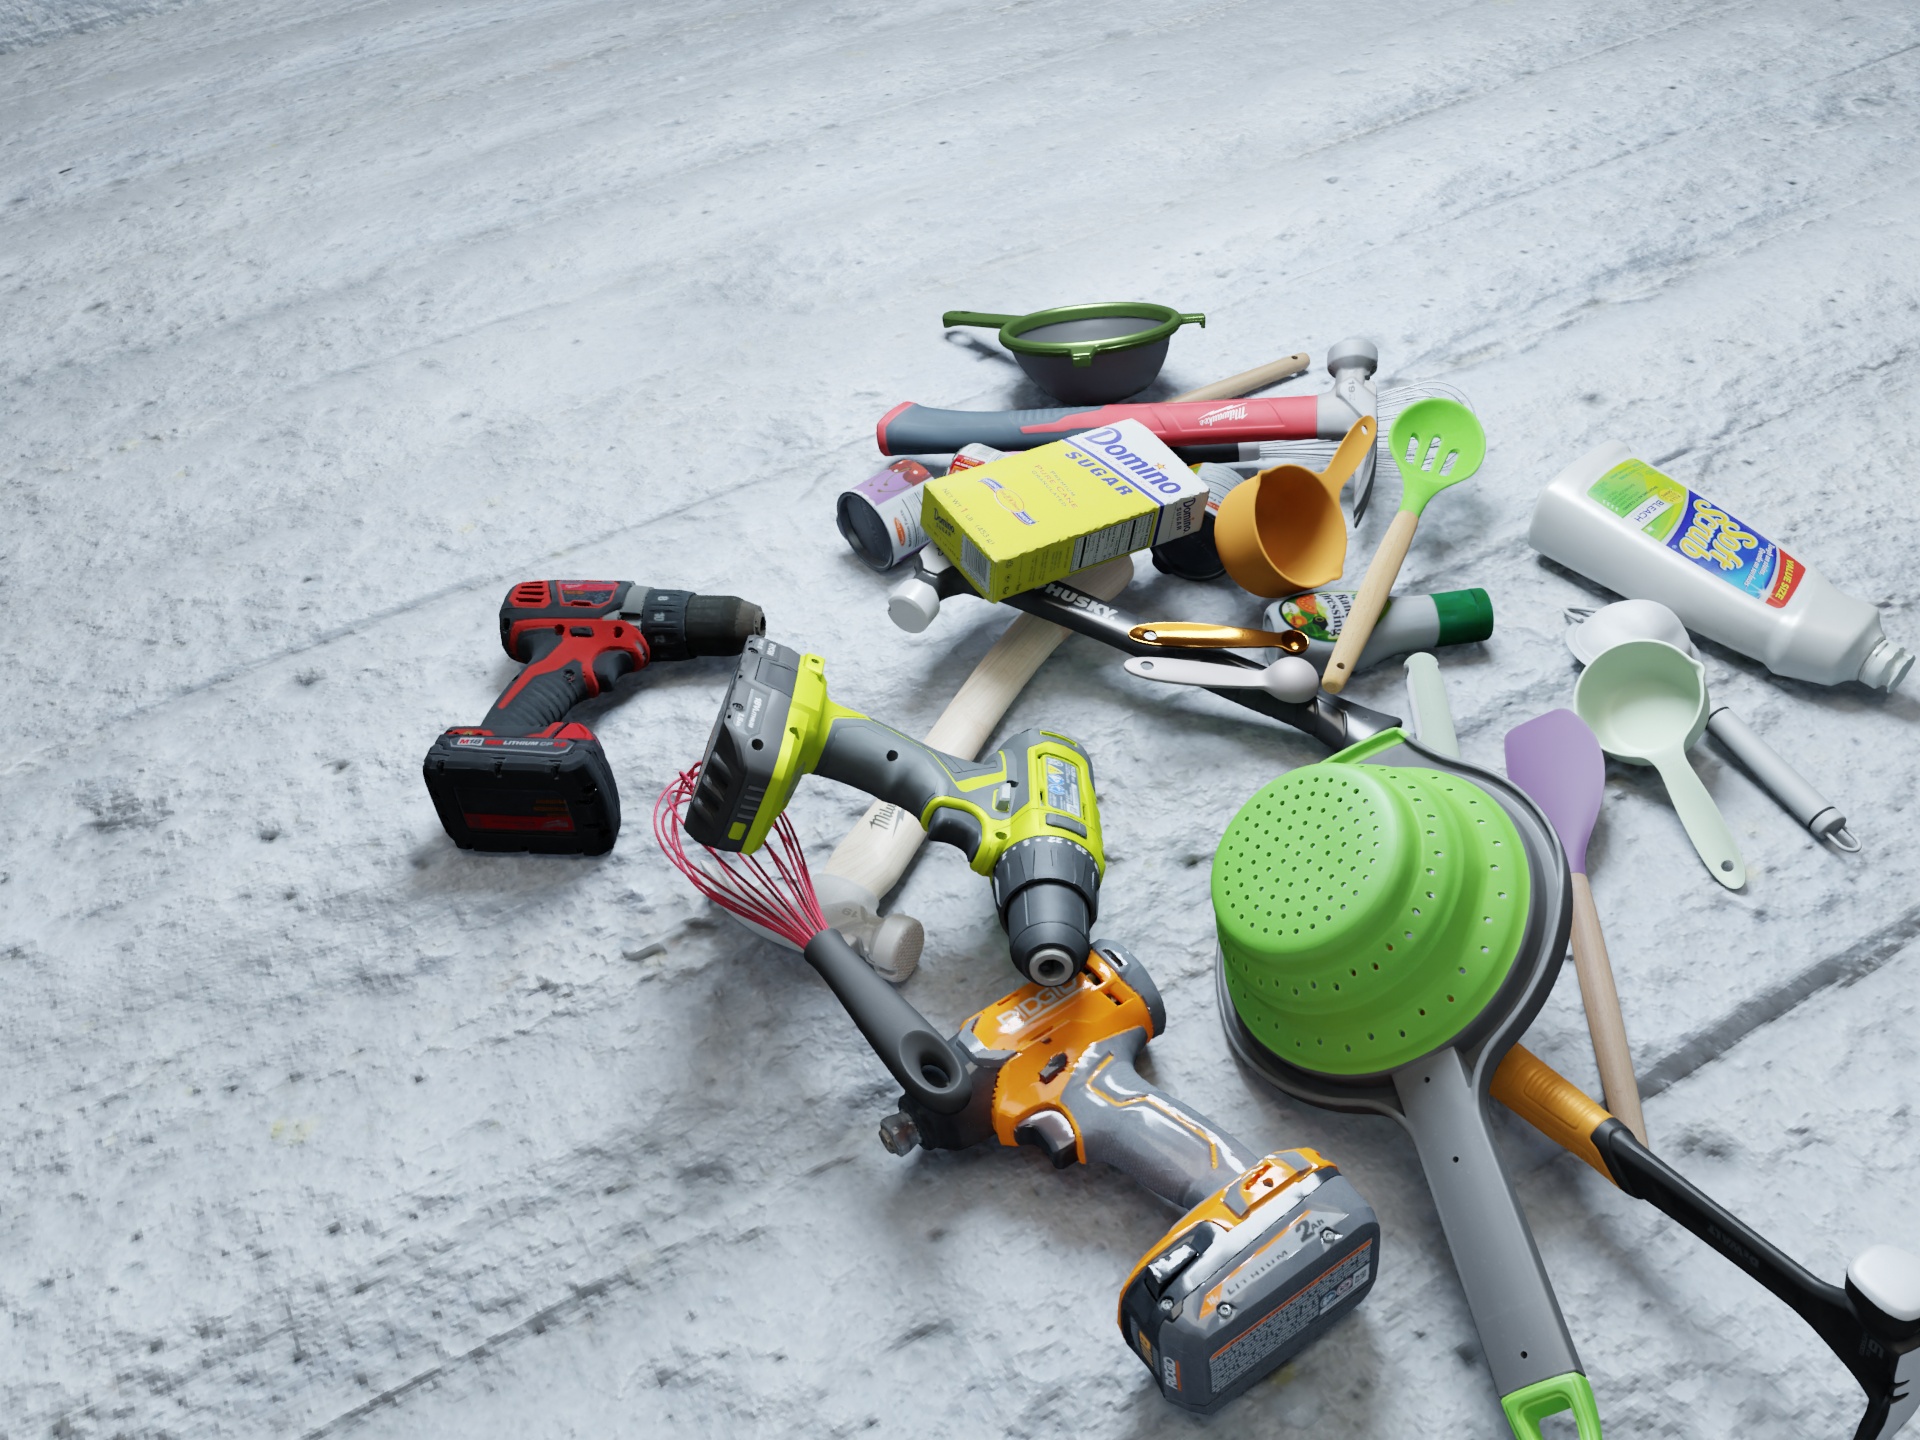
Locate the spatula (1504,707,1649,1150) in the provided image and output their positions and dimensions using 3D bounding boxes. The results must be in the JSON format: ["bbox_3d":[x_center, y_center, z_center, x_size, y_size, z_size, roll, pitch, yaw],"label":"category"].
[{"bbox_3d":[0.352,0.109,0.895,0.060,0.018,0.316,-28,36,32],"label":"spatula"}]

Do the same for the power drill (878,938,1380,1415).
[{"bbox_3d":[0.073,0.218,0.780,0.164,0.084,0.227,-27,43,-20],"label":"power drill"}]

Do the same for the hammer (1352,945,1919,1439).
[{"bbox_3d":[0.303,0.202,0.771,0.034,0.127,0.337,-27,37,-18],"label":"hammer"}]

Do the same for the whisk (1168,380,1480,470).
[{"bbox_3d":[0.256,-0.216,1.236,0.284,0.070,0.070,-4,43,10],"label":"whisk"}]

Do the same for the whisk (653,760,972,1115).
[{"bbox_3d":[-0.085,0.110,0.865,0.073,0.073,0.296,-29,47,-22],"label":"whisk"}]

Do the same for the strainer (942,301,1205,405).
[{"bbox_3d":[0.074,-0.311,1.355,0.151,0.069,0.256,-26,30,-34],"label":"strainer"}]

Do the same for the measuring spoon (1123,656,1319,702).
[{"bbox_3d":[0.165,-0.033,1.002,0.124,0.018,0.034,5,48,0],"label":"measuring spoon"}]

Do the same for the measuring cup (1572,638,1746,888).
[{"bbox_3d":[0.435,0.029,0.964,0.083,0.038,0.168,-30,59,24],"label":"measuring cup"}]

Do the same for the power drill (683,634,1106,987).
[{"bbox_3d":[-0.027,0.050,0.870,0.228,0.080,0.191,20,29,-10],"label":"power drill"}]

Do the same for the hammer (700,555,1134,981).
[{"bbox_3d":[-0.002,-0.003,1.053,0.146,0.038,0.411,17,48,25],"label":"hammer"}]

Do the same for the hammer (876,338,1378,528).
[{"bbox_3d":[0.121,-0.212,1.223,0.386,0.038,0.143,0,71,16],"label":"hammer"}]

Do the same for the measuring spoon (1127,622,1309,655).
[{"bbox_3d":[0.166,-0.051,1.027,0.117,0.011,0.021,3,51,2],"label":"measuring spoon"}]

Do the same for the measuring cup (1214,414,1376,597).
[{"bbox_3d":[0.241,-0.156,1.123,0.052,0.095,0.174,-20,26,54],"label":"measuring cup"}]

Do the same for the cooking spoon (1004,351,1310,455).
[{"bbox_3d":[0.152,-0.247,1.303,0.319,0.017,0.069,-23,49,-16],"label":"cooking spoon"}]

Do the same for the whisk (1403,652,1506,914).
[{"bbox_3d":[0.293,0.038,0.967,0.059,0.057,0.247,-5,38,12],"label":"whisk"}]

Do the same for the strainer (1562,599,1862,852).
[{"bbox_3d":[0.471,-0.011,1.002,0.087,0.050,0.259,-13,46,-18],"label":"strainer"}]

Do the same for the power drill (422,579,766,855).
[{"bbox_3d":[-0.241,-0.016,1.069,0.188,0.080,0.227,1,41,8],"label":"power drill"}]

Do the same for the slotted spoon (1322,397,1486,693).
[{"bbox_3d":[0.296,-0.123,1.087,0.070,0.031,0.314,24,51,11],"label":"slotted spoon"}]

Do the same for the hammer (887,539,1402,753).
[{"bbox_3d":[0.130,-0.055,1.055,0.335,0.035,0.146,24,49,17],"label":"hammer"}]

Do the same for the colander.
[{"bbox_3d":[0.206,0.147,0.761,0.204,0.094,0.398,-33,41,24],"label":"colander"}]
